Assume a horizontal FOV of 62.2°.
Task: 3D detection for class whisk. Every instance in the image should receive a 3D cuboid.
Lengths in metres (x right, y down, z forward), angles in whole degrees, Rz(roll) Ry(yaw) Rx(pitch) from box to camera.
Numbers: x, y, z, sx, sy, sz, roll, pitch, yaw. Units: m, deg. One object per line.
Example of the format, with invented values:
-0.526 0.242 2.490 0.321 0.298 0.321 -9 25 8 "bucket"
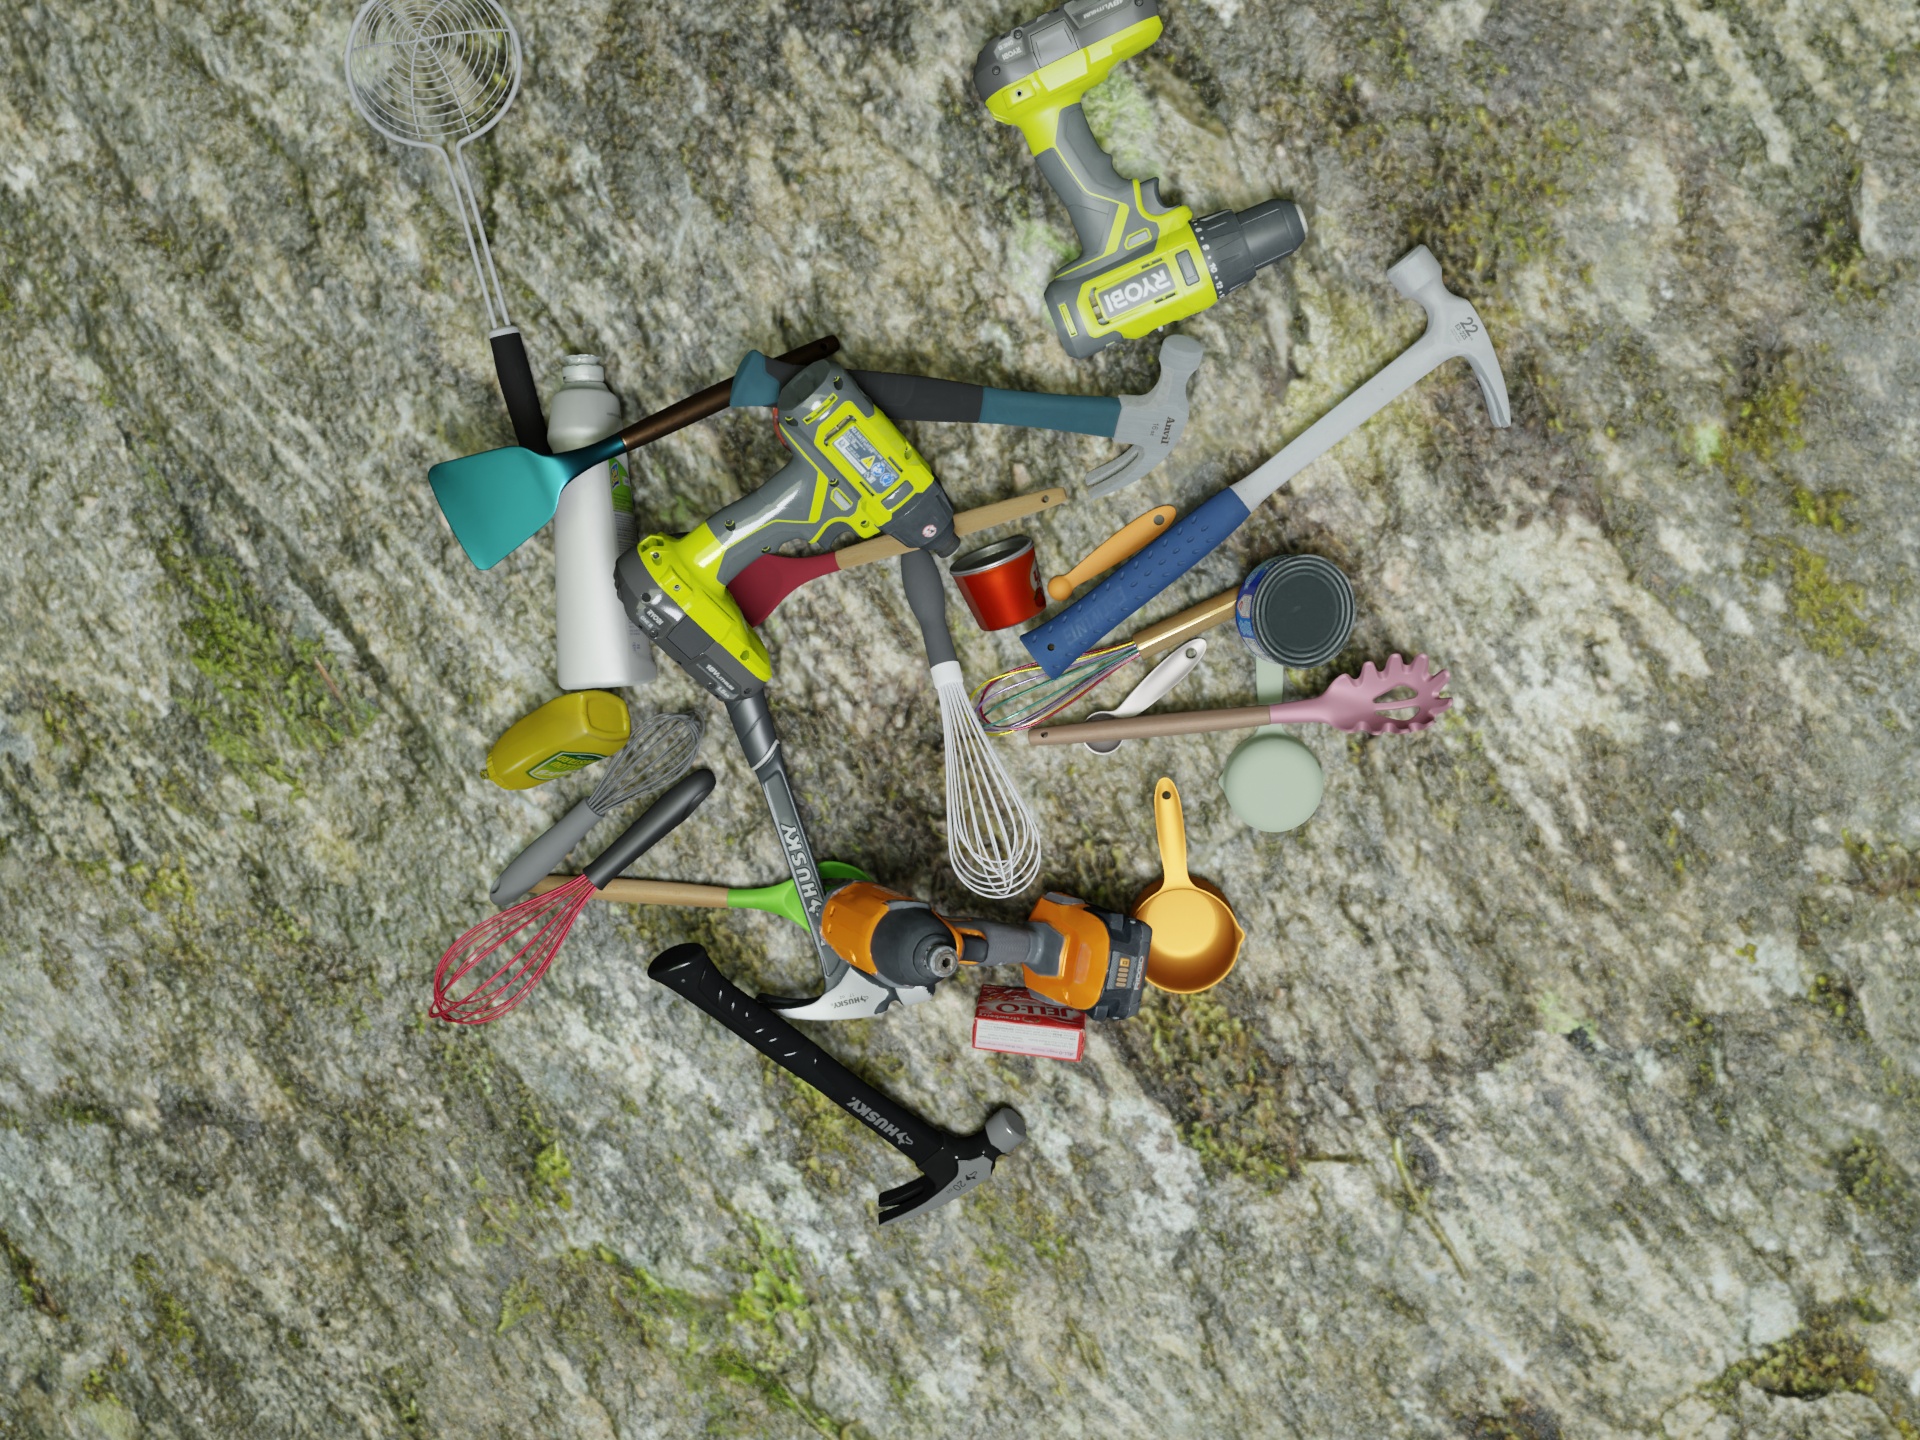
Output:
-0.310 0.141 1.276 0.296 0.073 0.073 -41 95 -3 "whisk"
-0.003 -0.004 1.201 0.070 0.070 0.285 -18 76 9 "whisk"
0.115 -0.049 1.225 0.245 0.051 0.047 -25 93 7 "whisk"
-0.294 0.073 1.281 0.239 0.055 0.055 -41 95 11 "whisk"

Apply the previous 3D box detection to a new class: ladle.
-0.070 -0.131 1.217 0.315 0.031 0.069 -14 98 15 "ladle"

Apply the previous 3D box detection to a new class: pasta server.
0.206 -0.004 1.200 0.316 0.040 0.060 -6 74 12 "pasta server"

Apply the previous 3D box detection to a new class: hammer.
-0.113 0.285 1.270 0.334 0.035 0.146 41 109 -21 "hammer"
0.001 -0.231 1.149 0.331 0.033 0.128 4 131 -9 "hammer"
0.219 -0.165 1.177 0.405 0.035 0.144 -38 96 6 "hammer"
-0.150 0.047 1.242 0.149 0.036 0.409 -16 99 13 "hammer"

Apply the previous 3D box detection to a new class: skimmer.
-0.353 -0.353 1.183 0.127 0.090 0.363 -18 103 -23 "skimmer"

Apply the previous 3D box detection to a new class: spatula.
-0.229 -0.215 1.172 0.317 0.044 0.082 -29 98 -18 "spatula"

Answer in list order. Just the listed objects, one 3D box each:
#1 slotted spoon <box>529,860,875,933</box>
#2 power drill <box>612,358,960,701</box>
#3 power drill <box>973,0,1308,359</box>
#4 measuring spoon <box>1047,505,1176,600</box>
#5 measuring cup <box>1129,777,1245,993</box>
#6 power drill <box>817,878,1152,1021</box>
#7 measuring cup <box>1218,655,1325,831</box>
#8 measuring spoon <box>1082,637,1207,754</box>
-0.215 0.141 1.304 0.314 0.031 0.070 3 102 7 "slotted spoon"
-0.120 -0.124 1.137 0.223 0.080 0.171 -39 123 8 "power drill"
0.125 -0.396 1.135 0.190 0.080 0.228 -22 101 11 "power drill"
0.116 -0.129 1.222 0.117 0.011 0.021 -34 96 11 "measuring spoon"
0.170 0.125 1.250 0.095 0.052 0.173 -7 99 7 "measuring cup"
0.026 0.169 1.177 0.226 0.164 0.084 10 90 -26 "power drill"
0.240 0.006 1.224 0.083 0.038 0.167 -2 102 6 "measuring cup"
0.144 -0.021 1.244 0.124 0.018 0.034 -42 92 5 "measuring spoon"
